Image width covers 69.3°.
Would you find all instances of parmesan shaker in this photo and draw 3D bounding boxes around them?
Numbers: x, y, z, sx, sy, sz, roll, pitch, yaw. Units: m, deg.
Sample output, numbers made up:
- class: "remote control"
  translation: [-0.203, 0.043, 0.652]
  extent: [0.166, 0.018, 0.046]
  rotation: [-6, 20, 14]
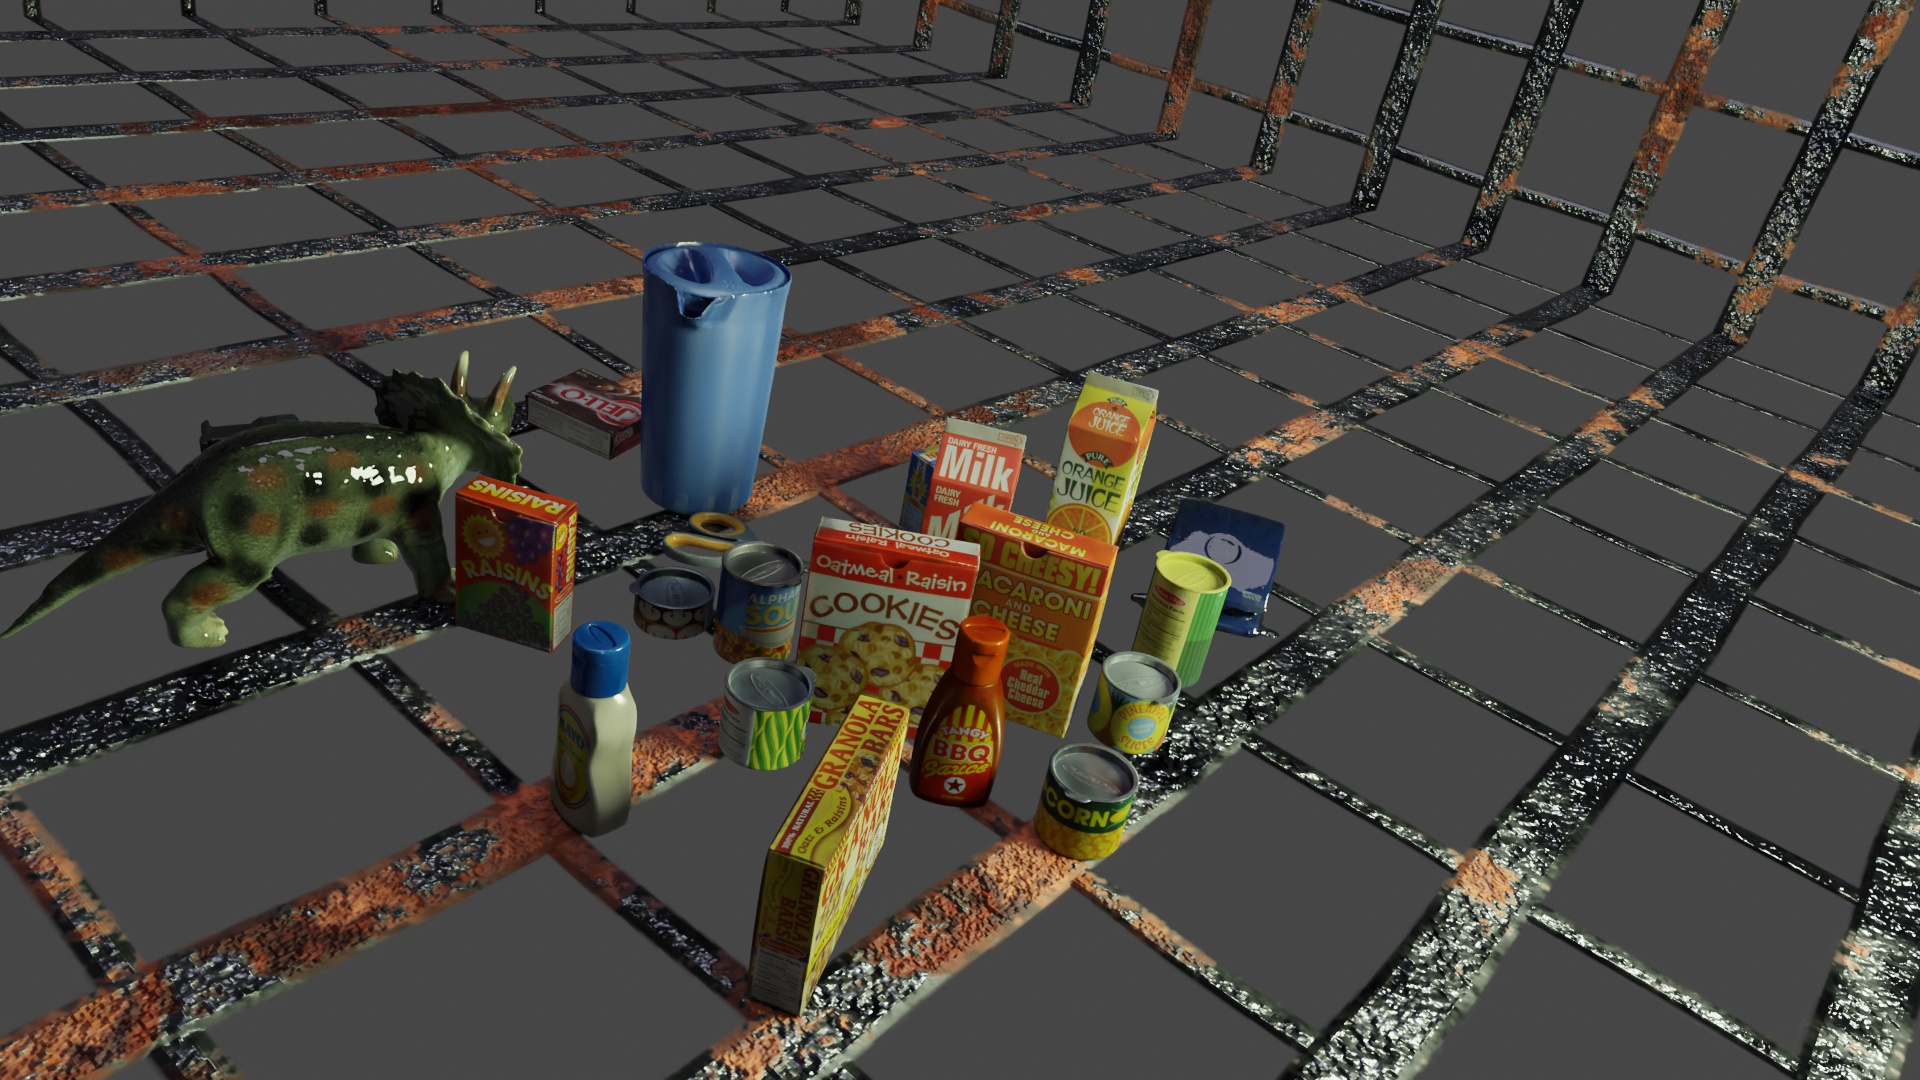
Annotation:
- class: "parmesan shaker"
  translation: [0.190, 0.069, 1.222]
  extent: [0.071, 0.102, 0.071]
  rotation: [9, 29, -5]

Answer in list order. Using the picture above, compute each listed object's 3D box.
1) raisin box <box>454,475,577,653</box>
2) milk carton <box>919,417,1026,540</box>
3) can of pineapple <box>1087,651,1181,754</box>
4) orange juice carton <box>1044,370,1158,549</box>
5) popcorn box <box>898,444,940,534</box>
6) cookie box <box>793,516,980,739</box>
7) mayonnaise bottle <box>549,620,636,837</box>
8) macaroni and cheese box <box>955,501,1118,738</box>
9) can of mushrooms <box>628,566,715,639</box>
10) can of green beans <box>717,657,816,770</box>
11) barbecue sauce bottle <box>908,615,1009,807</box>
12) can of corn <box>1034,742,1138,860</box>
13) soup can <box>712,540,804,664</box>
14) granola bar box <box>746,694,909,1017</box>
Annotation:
- class: "raisin box"
  translation: [-0.350, 0.019, 1.090]
  extent: [0.086, 0.122, 0.040]
  rotation: [16, 29, 8]
- class: "milk carton"
  translation: [0.004, -0.015, 1.212]
  extent: [0.072, 0.189, 0.074]
  rotation: [13, 29, 2]
- class: "can of pineapple"
  translation: [0.142, 0.134, 1.137]
  extent: [0.071, 0.057, 0.071]
  rotation: [9, 29, -5]
- class: "orange juice carton"
  translation: [0.136, -0.069, 1.352]
  extent: [0.072, 0.191, 0.073]
  rotation: [19, 30, 12]
- class: "popcorn box"
  translation: [0.002, -0.056, 1.390]
  extent: [0.127, 0.084, 0.038]
  rotation: [-17, 40, -41]
- class: "cookie box"
  translation: [-0.060, 0.071, 1.061]
  extent: [0.123, 0.166, 0.040]
  rotation: [10, 29, -4]
- class: "mayonnaise bottle"
  translation: [-0.243, 0.123, 0.922]
  extent: [0.041, 0.147, 0.065]
  rotation: [-18, 41, -42]
- class: "macaroni and cheese box"
  translation: [0.047, 0.065, 1.111]
  extent: [0.124, 0.165, 0.040]
  rotation: [18, 29, 10]
- class: "can of mushrooms"
  translation: [-0.242, 0.052, 1.164]
  extent: [0.071, 0.033, 0.071]
  rotation: [9, 29, -5]
- class: "can of green beans"
  translation: [-0.146, 0.130, 1.039]
  extent: [0.071, 0.057, 0.071]
  rotation: [9, 29, -5]
- class: "barbecue sauce bottle"
  translation: [0.004, 0.124, 1.010]
  extent: [0.065, 0.147, 0.044]
  rotation: [8, 29, -6]
- class: "can of corn"
  translation: [0.090, 0.192, 1.015]
  extent: [0.071, 0.058, 0.071]
  rotation: [9, 29, -5]
- class: "soup can"
  translation: [-0.164, 0.054, 1.137]
  extent: [0.071, 0.083, 0.072]
  rotation: [9, 29, -5]
- class: "granola bar box"
  translation: [-0.083, 0.194, 0.881]
  extent: [0.039, 0.123, 0.166]
  rotation: [16, 29, 8]
